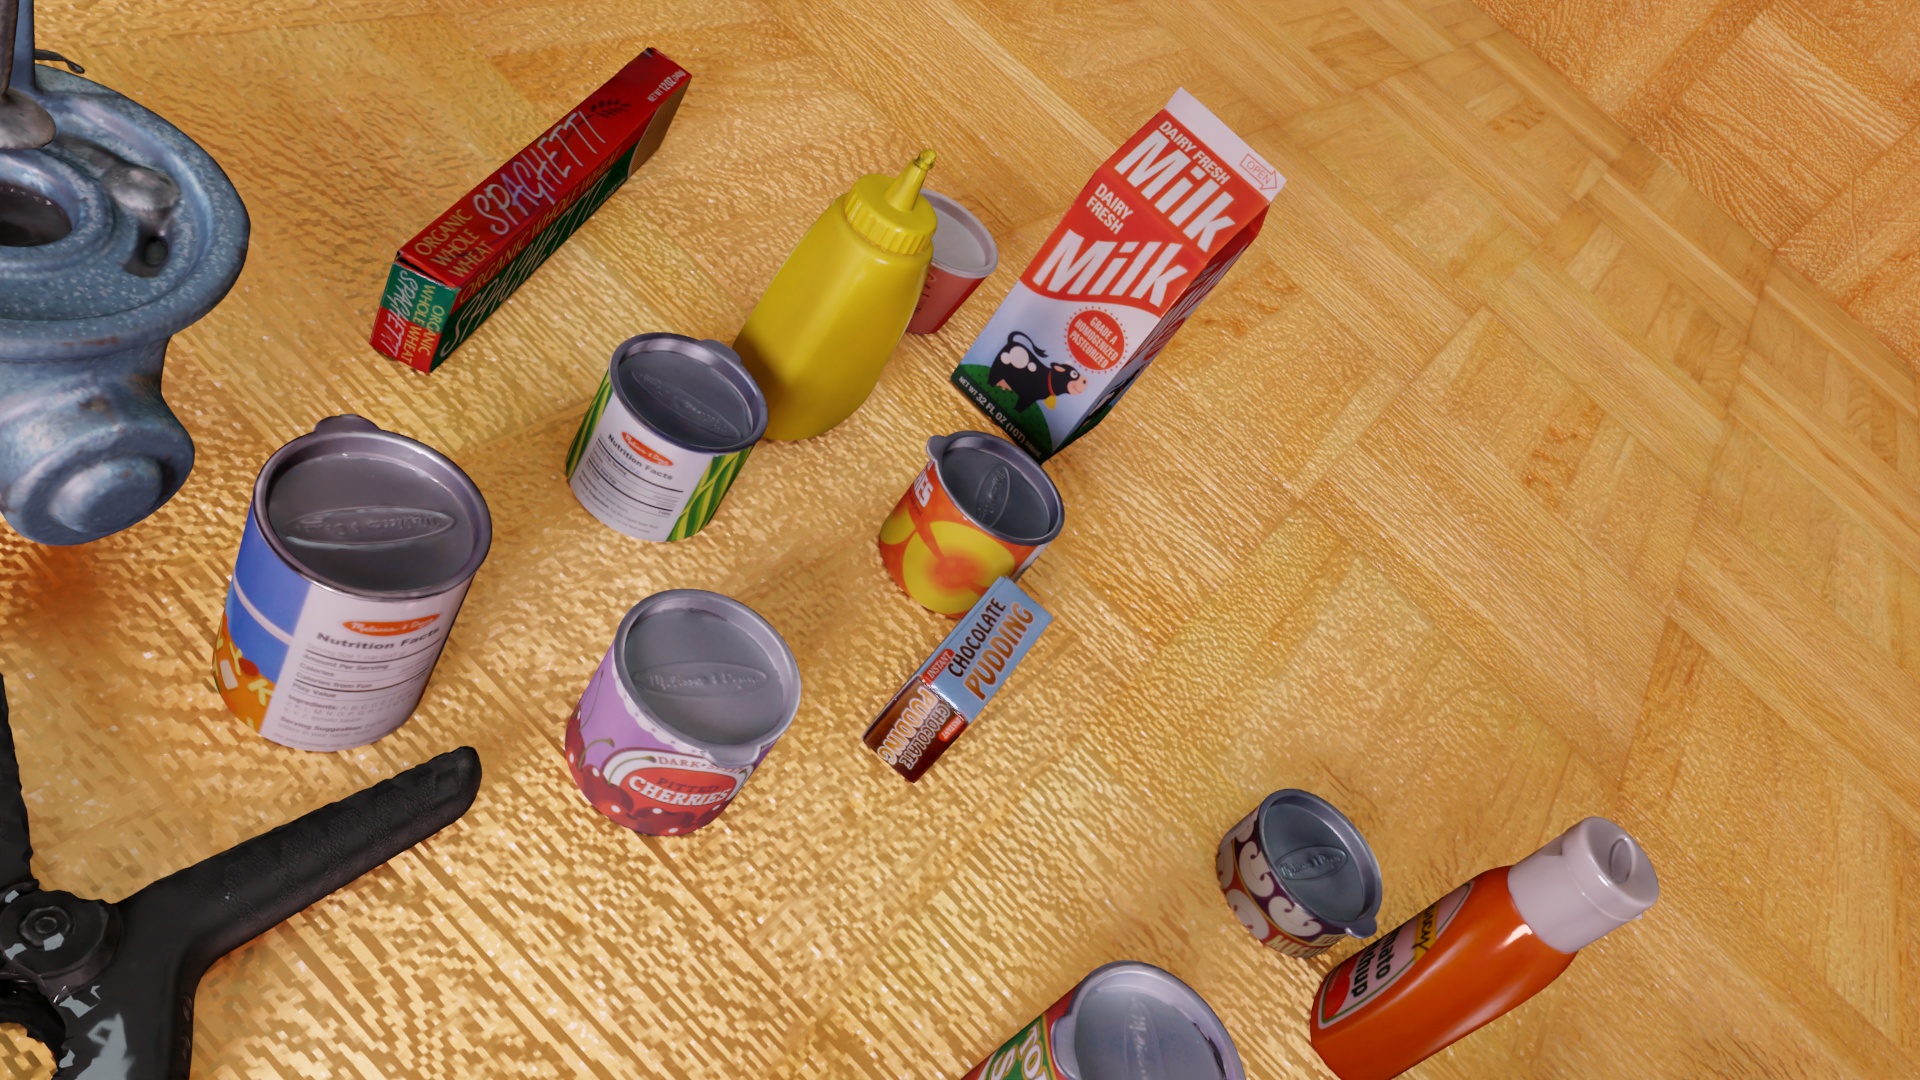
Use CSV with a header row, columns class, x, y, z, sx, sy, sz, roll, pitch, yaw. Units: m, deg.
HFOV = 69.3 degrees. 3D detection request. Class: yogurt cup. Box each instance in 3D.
class,x,y,z,sx,sy,sz,roll,pitch,yaw
yogurt cup,-0.021,-0.150,0.756,0.072,0.053,0.073,21,41,-20

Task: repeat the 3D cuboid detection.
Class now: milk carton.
class,x,y,z,sx,sy,sz,roll,pitch,yaw
milk carton,0.082,-0.133,0.710,0.072,0.189,0.074,44,38,8

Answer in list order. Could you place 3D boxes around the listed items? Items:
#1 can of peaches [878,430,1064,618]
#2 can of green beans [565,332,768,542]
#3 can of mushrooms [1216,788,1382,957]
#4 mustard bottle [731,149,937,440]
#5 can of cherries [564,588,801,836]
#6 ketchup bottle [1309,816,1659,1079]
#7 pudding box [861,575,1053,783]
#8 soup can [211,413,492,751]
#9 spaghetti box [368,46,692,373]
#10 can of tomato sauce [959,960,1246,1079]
class,x,y,z,sx,sy,sz,roll,pitch,yaw
can of peaches,0.002,-0.008,0.628,0.071,0.057,0.071,21,41,-20
can of green beans,-0.120,-0.042,0.566,0.071,0.057,0.071,21,41,-20
can of mushrooms,0.148,0.147,0.605,0.071,0.033,0.071,21,41,-20
mustard bottle,-0.049,-0.111,0.610,0.065,0.159,0.049,-10,58,-44
can of cherries,-0.097,0.062,0.480,0.071,0.058,0.072,21,41,-20
ketchup bottle,0.201,0.160,0.540,0.043,0.148,0.065,44,38,7
pudding box,0.000,0.055,0.569,0.030,0.049,0.084,40,38,3
soup can,-0.191,0.014,0.433,0.071,0.083,0.072,22,41,-20
spaghetti box,-0.189,-0.161,0.639,0.028,0.050,0.251,31,39,-9
can of tomato sauce,0.039,0.183,0.443,0.071,0.082,0.071,21,41,-20
